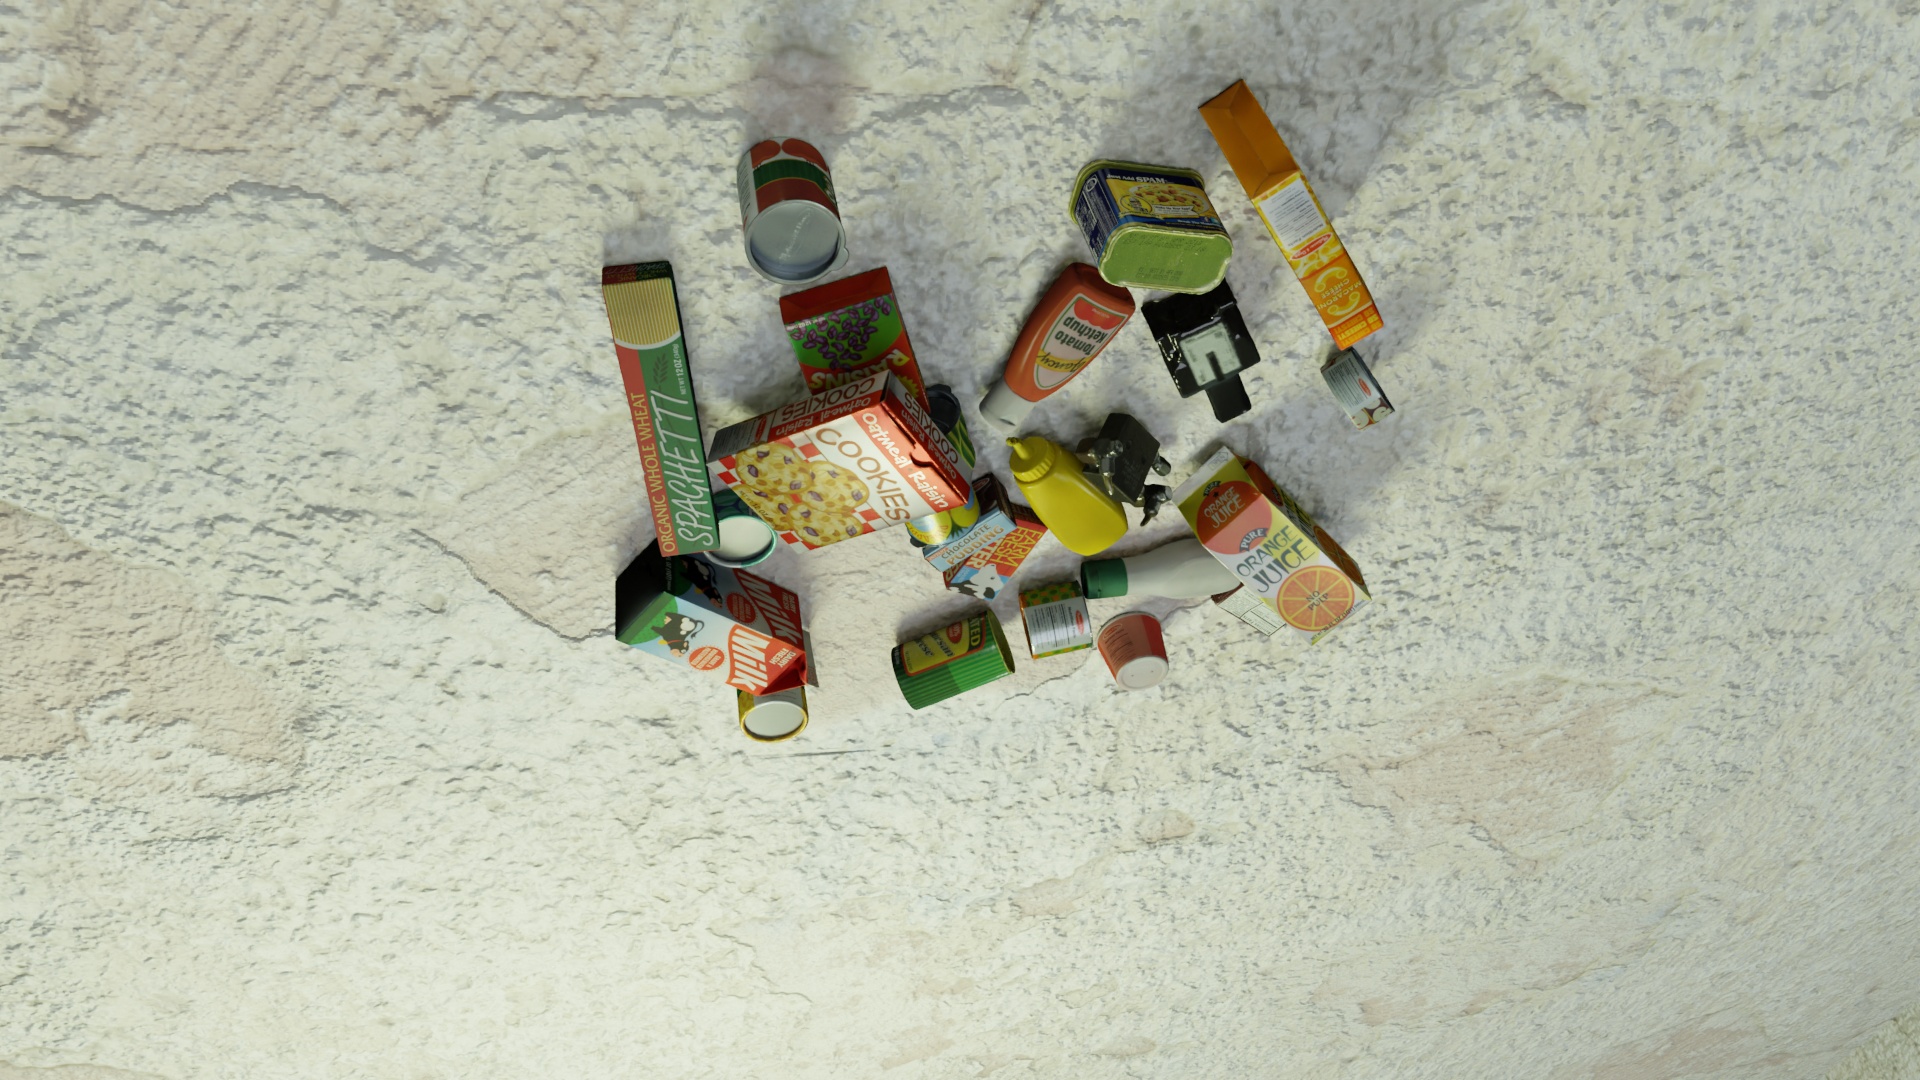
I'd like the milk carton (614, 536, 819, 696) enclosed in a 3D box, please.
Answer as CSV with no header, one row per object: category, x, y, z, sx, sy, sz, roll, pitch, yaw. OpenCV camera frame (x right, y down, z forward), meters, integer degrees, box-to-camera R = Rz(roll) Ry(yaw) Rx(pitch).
milk carton,-0.204,0.074,1.227,0.190,0.073,0.073,27,122,-36

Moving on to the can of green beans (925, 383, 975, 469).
can of green beans,-0.025,-0.080,1.121,0.071,0.071,0.057,-17,137,3

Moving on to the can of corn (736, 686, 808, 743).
can of corn,-0.180,0.153,1.323,0.071,0.058,0.070,-7,136,-7

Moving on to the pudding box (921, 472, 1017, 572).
pudding box,0.004,-0.015,1.208,0.083,0.050,0.030,-31,135,17

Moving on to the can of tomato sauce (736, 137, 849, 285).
can of tomato sauce,-0.114,-0.223,0.939,0.071,0.083,0.070,-8,136,-7

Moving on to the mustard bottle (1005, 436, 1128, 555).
mustard bottle,0.085,-0.048,1.197,0.065,0.049,0.160,-32,133,16

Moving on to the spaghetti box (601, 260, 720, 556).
spaghetti box,-0.224,-0.093,1.058,0.050,0.029,0.248,-8,128,-6

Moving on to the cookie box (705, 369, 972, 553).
cookie box,-0.092,-0.056,1.077,0.167,0.040,0.122,-16,135,28

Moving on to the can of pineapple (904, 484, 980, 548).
can of pineapple,-0.022,-0.037,1.164,0.071,0.071,0.057,-18,136,4

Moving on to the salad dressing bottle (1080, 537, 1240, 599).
salad dressing bottle,0.188,0.030,1.309,0.148,0.044,0.064,-6,138,-7

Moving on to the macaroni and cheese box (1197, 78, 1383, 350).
macaroni and cheese box,0.239,-0.232,0.996,0.040,0.124,0.166,-30,135,18

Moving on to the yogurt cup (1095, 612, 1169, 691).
yogurt cup,0.174,0.113,1.381,0.072,0.054,0.072,-8,135,-8

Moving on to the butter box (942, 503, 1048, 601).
butter box,0.031,0.009,1.258,0.053,0.024,0.103,15,130,-28

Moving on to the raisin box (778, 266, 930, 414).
raisin box,-0.079,-0.141,1.065,0.086,0.040,0.122,-17,135,1

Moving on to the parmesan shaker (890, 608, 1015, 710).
parmesan shaker,-0.007,0.116,1.322,0.103,0.071,0.071,-22,136,8

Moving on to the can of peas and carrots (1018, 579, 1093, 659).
can of peas and carrots,0.089,0.075,1.314,0.059,0.071,0.070,-12,136,-2

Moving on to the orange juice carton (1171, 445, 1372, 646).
orange juice carton,0.277,-0.001,1.252,0.192,0.073,0.071,41,113,-16

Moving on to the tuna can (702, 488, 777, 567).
tuna can,-0.186,-0.011,1.173,0.071,0.033,0.070,-8,136,-7

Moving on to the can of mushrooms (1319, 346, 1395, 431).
can of mushrooms,0.335,-0.127,1.172,0.033,0.071,0.071,-35,133,20

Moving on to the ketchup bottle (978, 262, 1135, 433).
ketchup bottle,0.070,-0.148,1.095,0.065,0.044,0.148,19,128,-31
